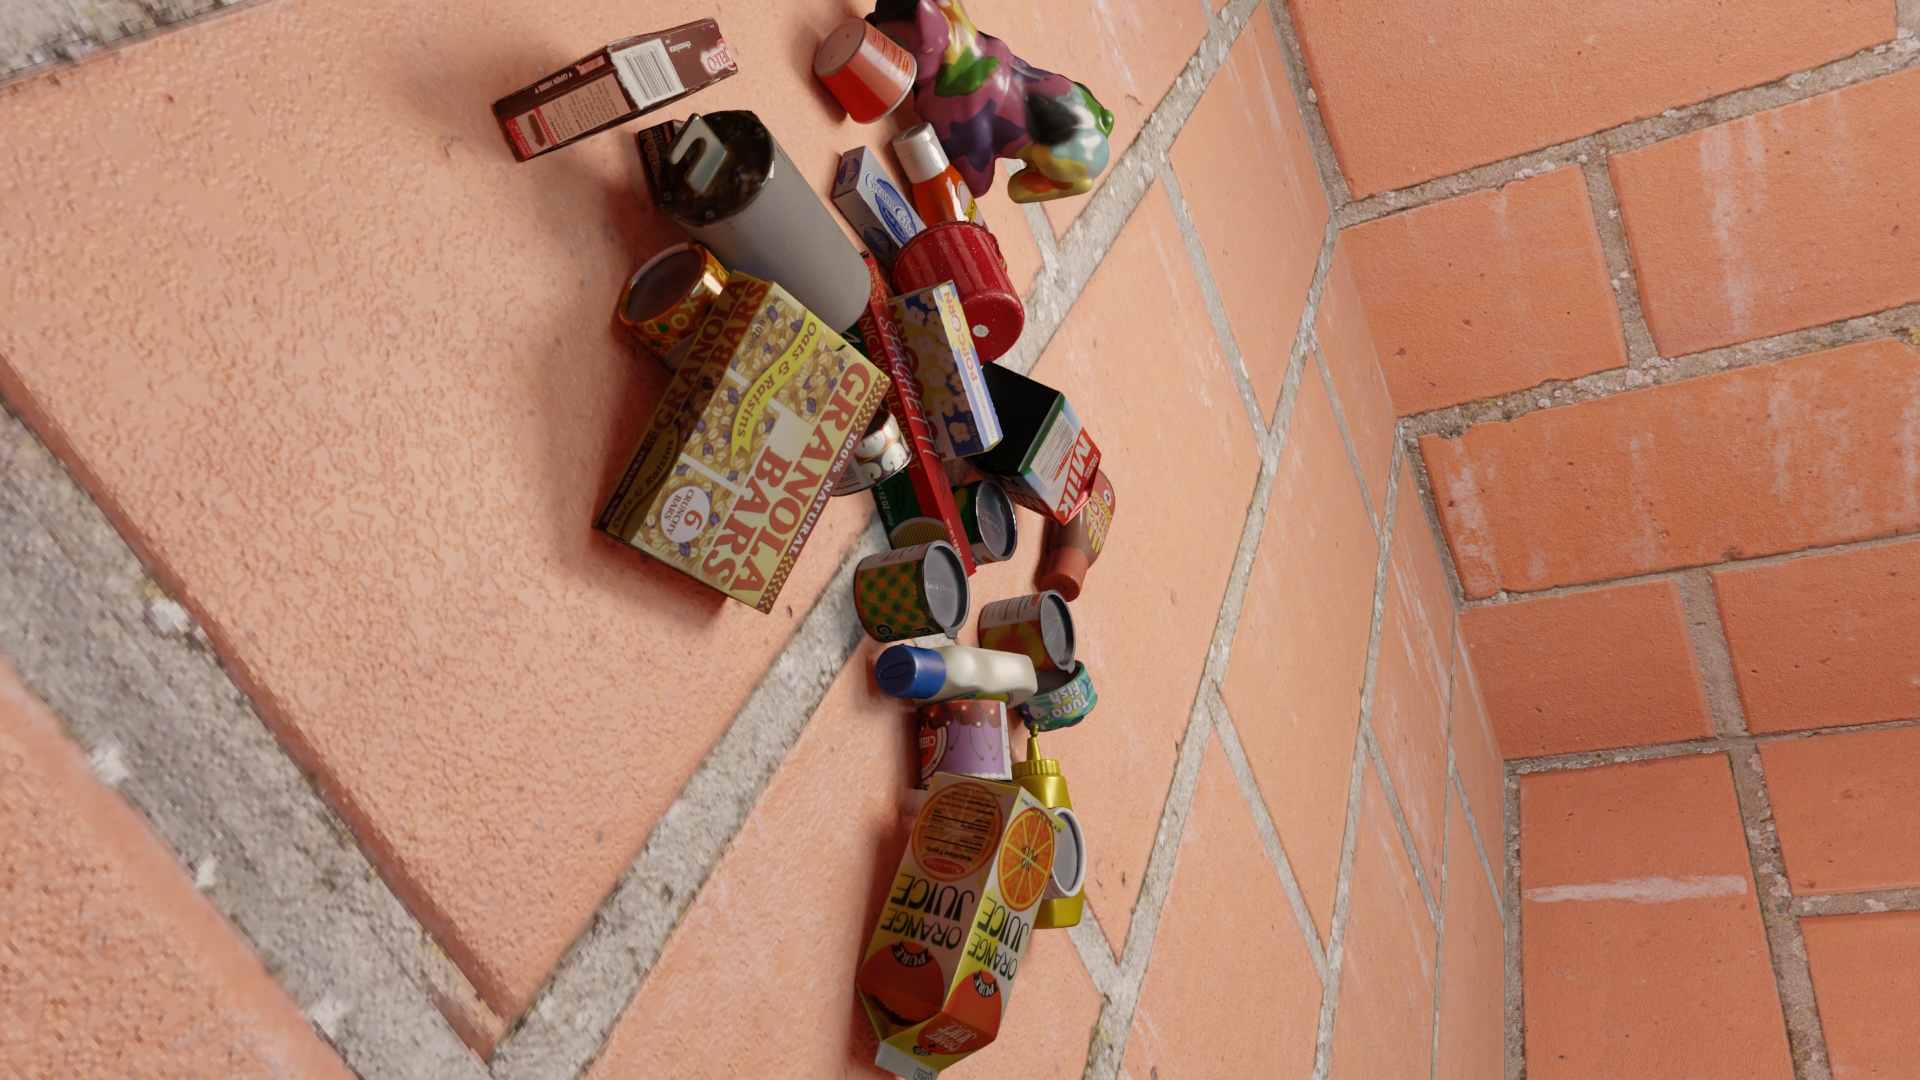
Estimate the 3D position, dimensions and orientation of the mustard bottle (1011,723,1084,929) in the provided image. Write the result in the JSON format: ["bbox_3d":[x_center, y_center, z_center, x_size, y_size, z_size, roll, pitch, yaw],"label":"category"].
[{"bbox_3d":[0.064,0.227,1.107,0.065,0.048,0.160,24,58,-58],"label":"mustard bottle"}]

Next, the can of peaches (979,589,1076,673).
[{"bbox_3d":[0.056,0.080,1.142,0.071,0.058,0.071,34,50,-54],"label":"can of peaches"}]

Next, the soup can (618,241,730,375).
[{"bbox_3d":[-0.151,-0.124,0.827,0.083,0.071,0.072,47,40,-44],"label":"soup can"}]

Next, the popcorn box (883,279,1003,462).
[{"bbox_3d":[-0.029,-0.120,1.035,0.038,0.085,0.126,-38,113,-59],"label":"popcorn box"}]

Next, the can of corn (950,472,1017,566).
[{"bbox_3d":[0.004,-0.014,1.082,0.071,0.058,0.071,33,51,-53],"label":"can of corn"}]

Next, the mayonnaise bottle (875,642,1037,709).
[{"bbox_3d":[-0.005,0.101,1.019,0.148,0.064,0.041,15,58,-55],"label":"mayonnaise bottle"}]

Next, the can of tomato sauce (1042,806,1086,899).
[{"bbox_3d":[0.042,0.231,1.027,0.071,0.083,0.071,33,52,-54],"label":"can of tomato sauce"}]

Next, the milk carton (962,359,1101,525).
[{"bbox_3d":[0.060,-0.071,1.149,0.073,0.072,0.190,-62,156,-6],"label":"milk carton"}]

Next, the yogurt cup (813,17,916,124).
[{"bbox_3d":[-0.076,-0.365,1.073,0.054,0.072,0.073,34,50,-42],"label":"yogurt cup"}]

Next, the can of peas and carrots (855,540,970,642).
[{"bbox_3d":[-0.034,0.039,0.991,0.071,0.058,0.071,32,53,-54],"label":"can of peas and carrots"}]

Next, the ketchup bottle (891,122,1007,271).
[{"bbox_3d":[-0.010,-0.280,1.181,0.148,0.043,0.065,60,32,-29],"label":"ketchup bottle"}]

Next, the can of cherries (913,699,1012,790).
[{"bbox_3d":[0.000,0.148,1.004,0.071,0.071,0.058,20,61,-58],"label":"can of cherries"}]

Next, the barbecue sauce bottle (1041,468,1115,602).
[{"bbox_3d":[0.108,-0.004,1.289,0.064,0.043,0.149,61,32,-30],"label":"barbecue sauce bottle"}]

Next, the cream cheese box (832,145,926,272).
[{"bbox_3d":[-0.061,-0.256,1.097,0.103,0.024,0.053,47,39,-44],"label":"cream cheese box"}]

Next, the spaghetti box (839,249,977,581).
[{"bbox_3d":[-0.051,-0.084,1.017,0.029,0.050,0.249,-39,114,-61],"label":"spaghetti box"}]

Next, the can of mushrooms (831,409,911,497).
[{"bbox_3d":[-0.069,-0.062,0.957,0.033,0.071,0.071,64,30,-22],"label":"can of mushrooms"}]

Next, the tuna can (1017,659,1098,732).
[{"bbox_3d":[0.079,0.129,1.153,0.032,0.071,0.071,68,29,-16],"label":"tuna can"}]

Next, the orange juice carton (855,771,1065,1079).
[{"bbox_3d":[-0.004,0.257,0.915,0.071,0.073,0.193,47,56,-46],"label":"orange juice carton"}]

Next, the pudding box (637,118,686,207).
[{"bbox_3d":[-0.165,-0.238,0.889,0.084,0.030,0.049,-19,97,-62],"label":"pudding box"}]

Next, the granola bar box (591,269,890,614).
[{"bbox_3d":[-0.121,-0.053,0.805,0.124,0.039,0.165,36,78,-52],"label":"granola bar box"}]
